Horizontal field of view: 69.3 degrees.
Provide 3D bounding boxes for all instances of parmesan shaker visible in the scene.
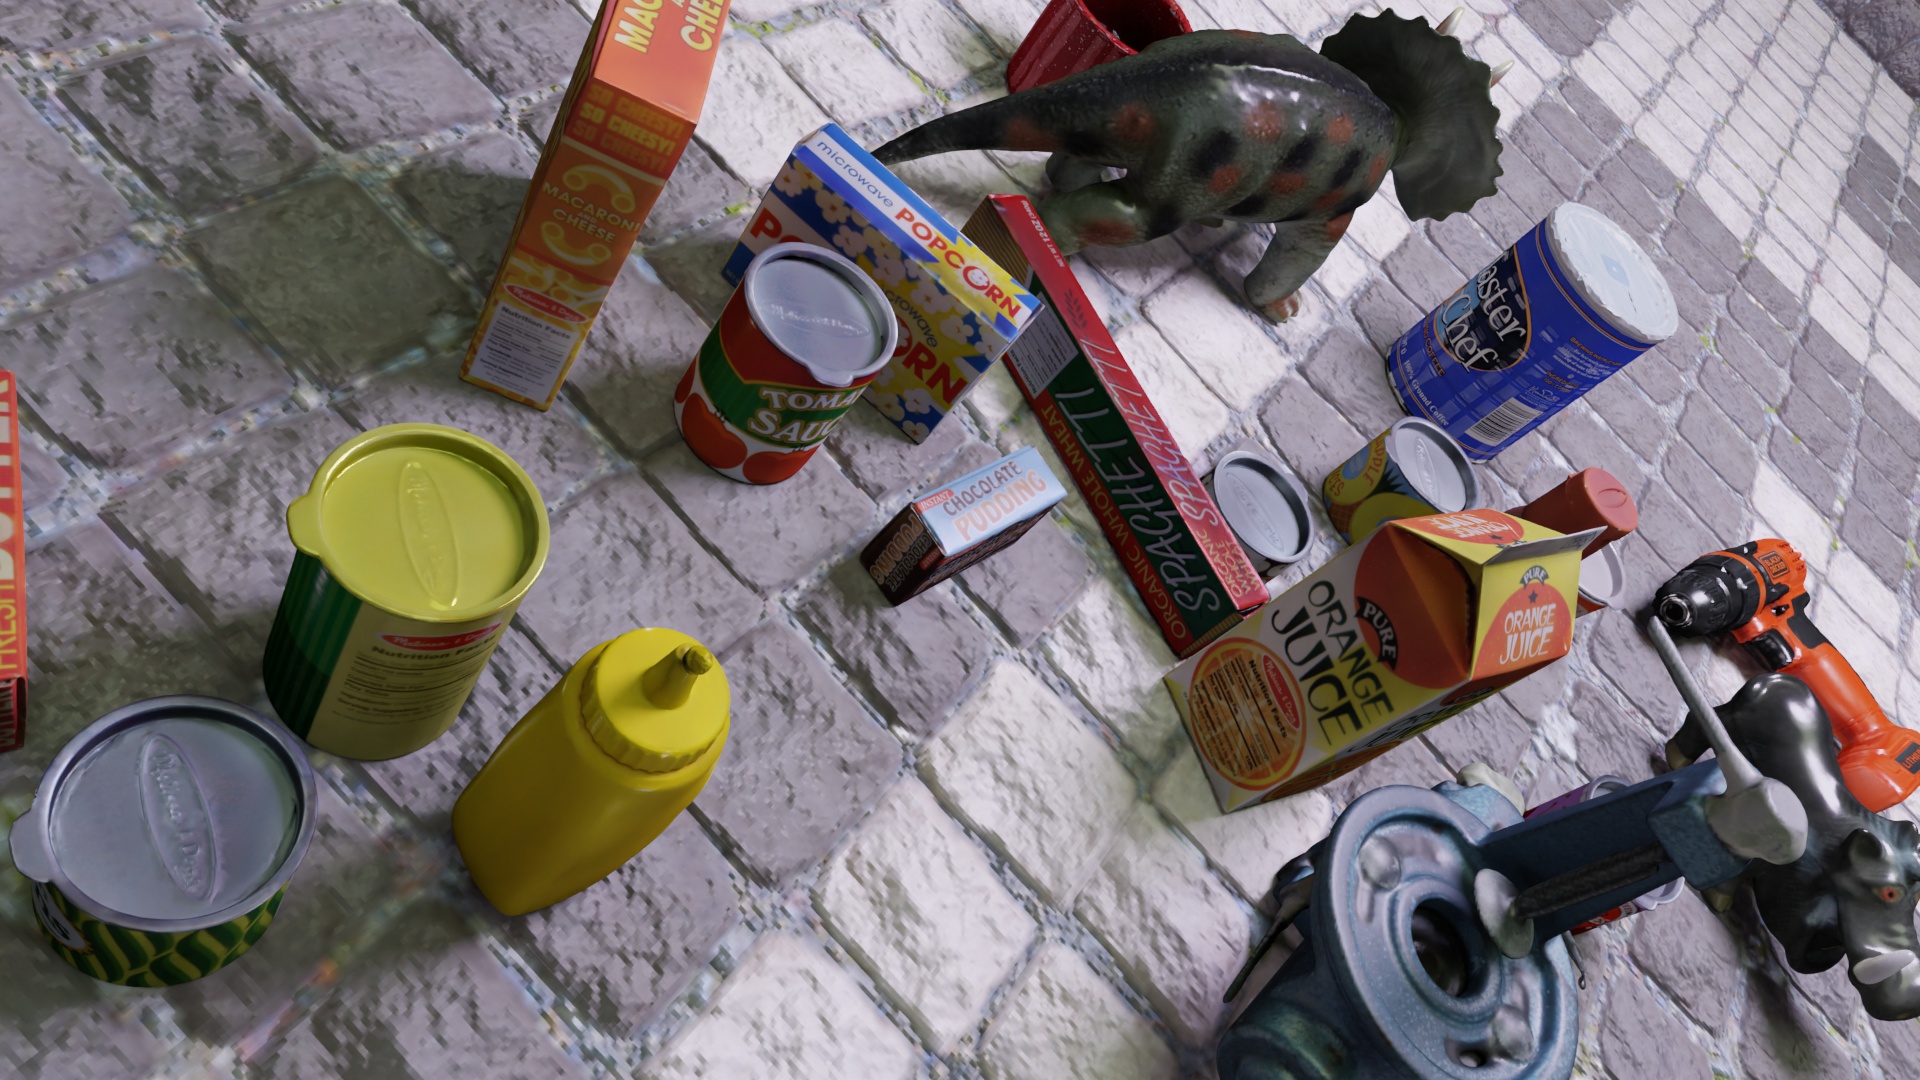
[{"bbox_3d":[-0.177,0.019,0.430,0.071,0.102,0.071,18,51,-24],"label":"parmesan shaker"}]

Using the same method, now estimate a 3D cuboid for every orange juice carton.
[{"bbox_3d":[0.182,0.045,0.597,0.072,0.191,0.073,-5,64,-37],"label":"orange juice carton"}]

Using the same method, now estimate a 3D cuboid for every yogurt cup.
[{"bbox_3d":[0.352,0.019,0.828,0.072,0.053,0.073,18,51,-24],"label":"yogurt cup"}]

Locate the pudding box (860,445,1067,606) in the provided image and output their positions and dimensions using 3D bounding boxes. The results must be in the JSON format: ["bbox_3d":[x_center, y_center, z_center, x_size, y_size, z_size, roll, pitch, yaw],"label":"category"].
[{"bbox_3d":[0.002,-0.008,0.609,0.084,0.049,0.030,-27,78,-43],"label":"pudding box"}]

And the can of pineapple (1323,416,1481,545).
[{"bbox_3d":[0.248,-0.029,0.788,0.071,0.057,0.071,18,51,-24],"label":"can of pineapple"}]

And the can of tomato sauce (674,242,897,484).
[{"bbox_3d":[-0.074,-0.070,0.577,0.071,0.082,0.071,18,51,-24],"label":"can of tomato sauce"}]

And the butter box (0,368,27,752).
[{"bbox_3d":[-0.285,0.006,0.400,0.024,0.053,0.104,-1,61,-35],"label":"butter box"}]

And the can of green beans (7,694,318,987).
[{"bbox_3d":[-0.220,0.085,0.387,0.071,0.057,0.071,18,51,-24],"label":"can of green beans"}]

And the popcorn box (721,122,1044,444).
[{"bbox_3d":[-0.038,-0.115,0.632,0.126,0.084,0.038,40,46,-4],"label":"popcorn box"}]

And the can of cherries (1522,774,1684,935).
[{"bbox_3d":[0.318,0.162,0.703,0.071,0.058,0.072,18,51,-24],"label":"can of cherries"}]

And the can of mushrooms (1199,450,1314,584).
[{"bbox_3d":[0.150,-0.011,0.725,0.071,0.033,0.071,18,51,-24],"label":"can of mushrooms"}]

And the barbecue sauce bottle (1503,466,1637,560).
[{"bbox_3d":[0.272,0.015,0.710,0.065,0.147,0.044,-10,66,-39],"label":"barbecue sauce bottle"}]

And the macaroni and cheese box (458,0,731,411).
[{"bbox_3d":[-0.137,-0.146,0.528,0.040,0.165,0.124,21,50,-22],"label":"macaroni and cheese box"}]

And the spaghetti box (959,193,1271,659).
[{"bbox_3d":[0.069,-0.060,0.691,0.029,0.050,0.250,-15,70,-40],"label":"spaghetti box"}]

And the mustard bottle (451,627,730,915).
[{"bbox_3d":[-0.103,0.063,0.411,0.065,0.159,0.049,-26,77,-43],"label":"mustard bottle"}]
